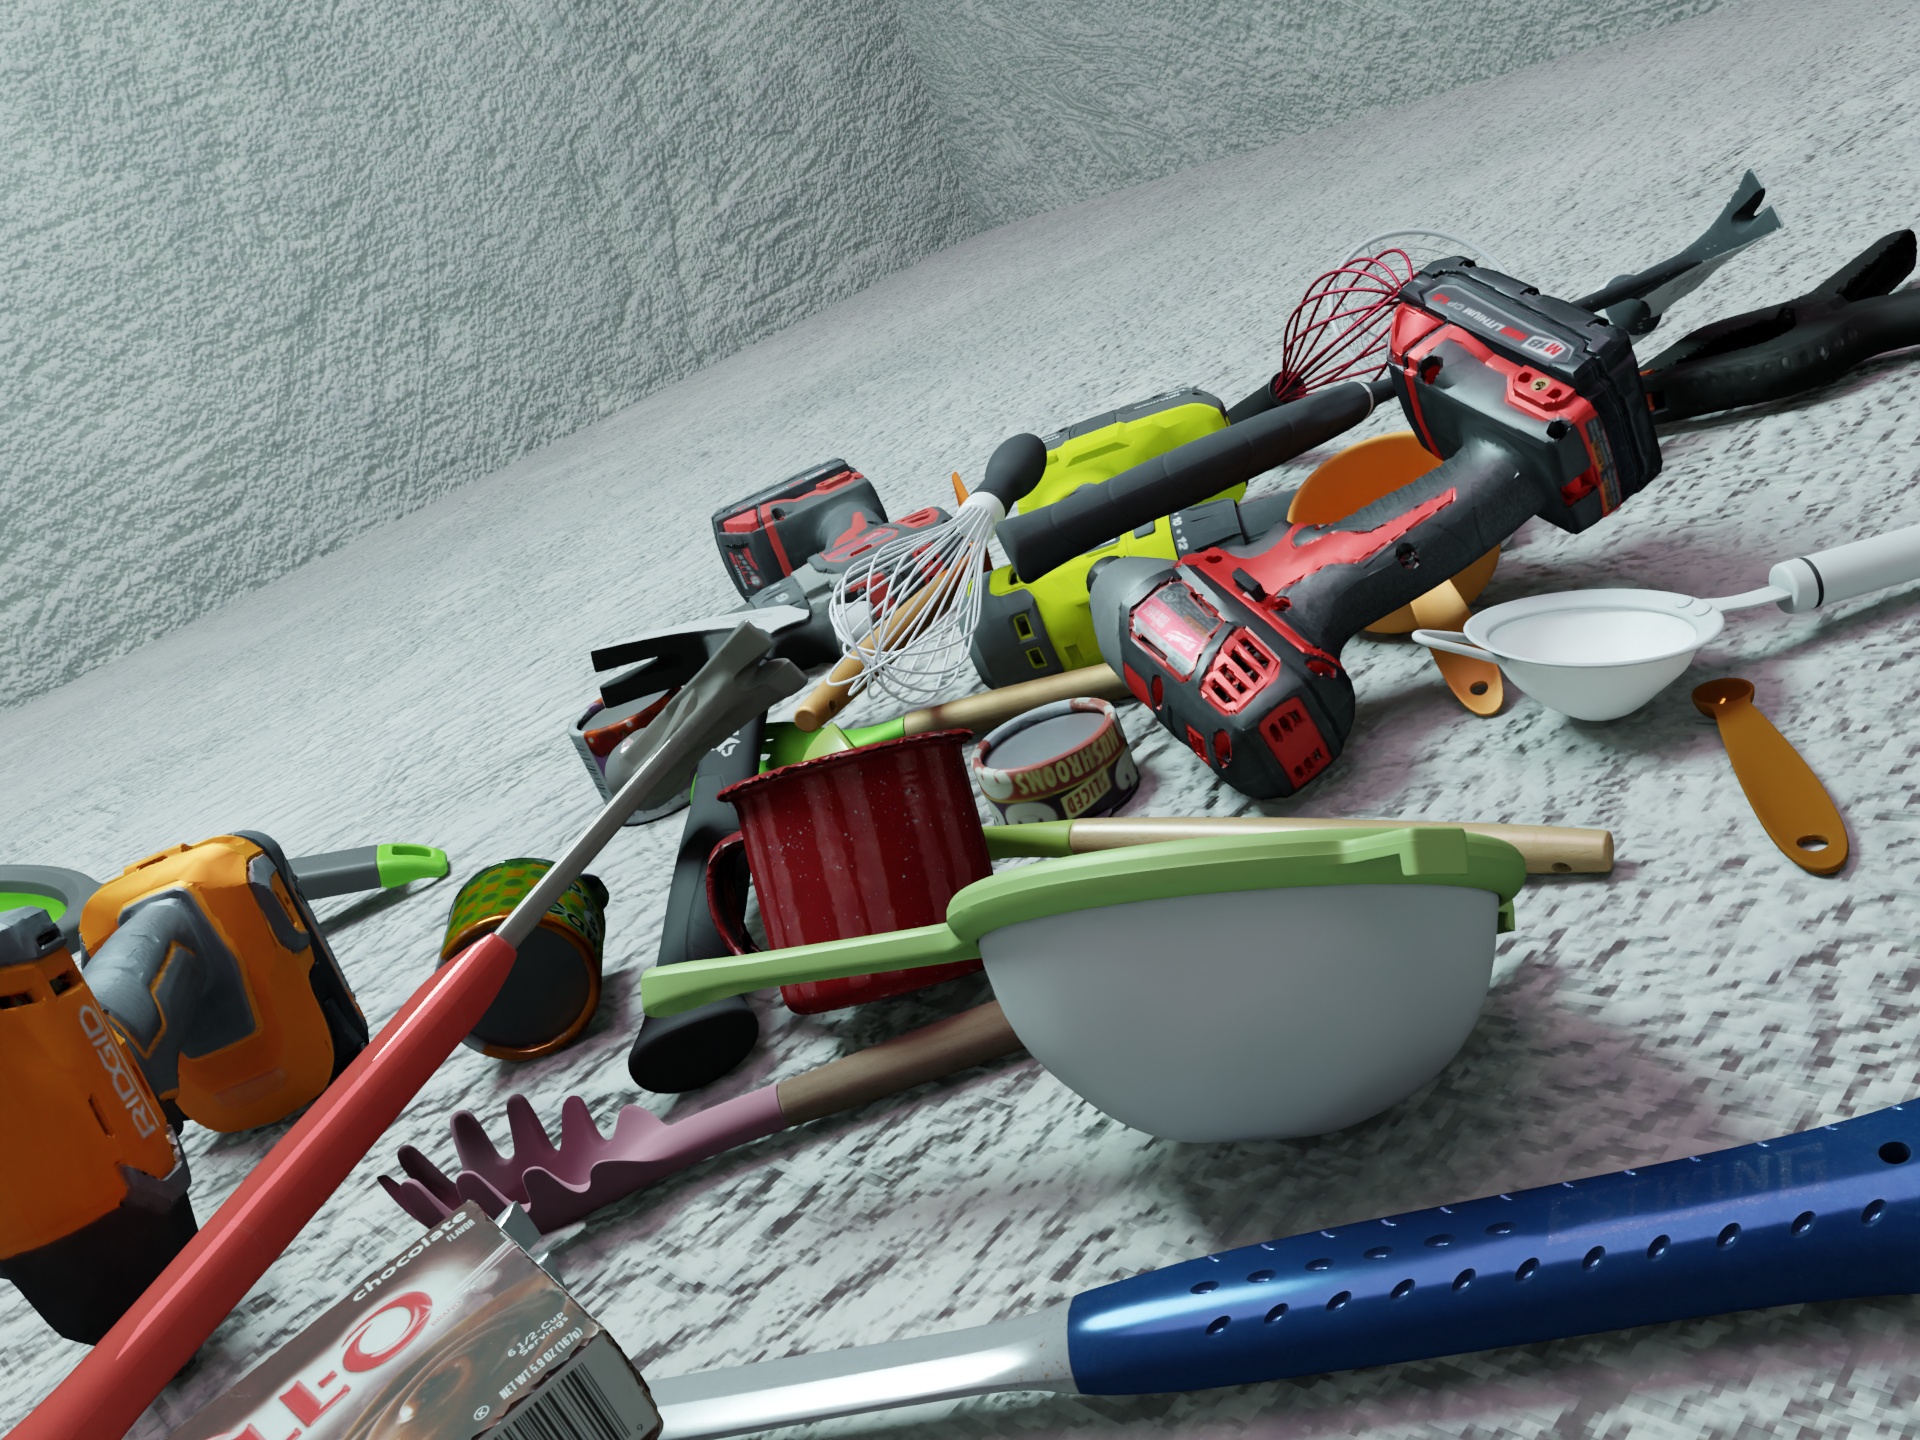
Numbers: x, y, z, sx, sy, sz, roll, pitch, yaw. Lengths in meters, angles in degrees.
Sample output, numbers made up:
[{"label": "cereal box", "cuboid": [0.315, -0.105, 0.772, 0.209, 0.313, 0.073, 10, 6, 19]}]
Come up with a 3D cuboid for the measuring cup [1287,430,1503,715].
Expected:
[{"label": "measuring cup", "cuboid": [0.201, -0.051, 0.680, 0.095, 0.052, 0.174, -23, 44, 13]}]

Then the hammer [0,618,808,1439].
[{"label": "hammer", "cuboid": [-0.182, 0.111, 0.520, 0.359, 0.036, 0.149, -53, 11, -32]}]

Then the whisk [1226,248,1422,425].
[{"label": "whisk", "cuboid": [0.196, -0.196, 0.919, 0.073, 0.073, 0.296, -26, -1, -10]}]

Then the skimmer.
[{"label": "skimmer", "cuboid": [0.276, -0.196, 0.889, 0.127, 0.090, 0.363, 12, 28, 2]}]

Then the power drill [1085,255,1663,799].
[{"label": "power drill", "cuboid": [0.155, -0.079, 0.641, 0.219, 0.078, 0.143, -41, 43, -1]}]

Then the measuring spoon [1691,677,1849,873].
[{"label": "measuring spoon", "cuboid": [0.253, 0.017, 0.498, 0.021, 0.011, 0.117, -14, 25, 16]}]

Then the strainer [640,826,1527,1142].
[{"label": "strainer", "cuboid": [0.025, 0.083, 0.433, 0.256, 0.069, 0.151, -11, -16, 20]}]

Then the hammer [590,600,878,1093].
[{"label": "hammer", "cuboid": [-0.111, 0.039, 0.705, 0.146, 0.035, 0.335, -7, 31, 2]}]

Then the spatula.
[{"label": "spatula", "cuboid": [-0.025, -0.059, 0.832, 0.041, 0.081, 0.323, -9, 19, 22]}]

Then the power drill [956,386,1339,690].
[{"label": "power drill", "cuboid": [0.104, -0.105, 0.863, 0.190, 0.080, 0.229, -18, 24, 15]}]

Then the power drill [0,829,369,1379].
[{"label": "power drill", "cuboid": [-0.301, 0.134, 0.600, 0.084, 0.164, 0.226, -23, 8, -2]}]

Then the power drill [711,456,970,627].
[{"label": "power drill", "cuboid": [-0.106, -0.096, 1.060, 0.188, 0.080, 0.227, -26, 24, -9]}]

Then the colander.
[{"label": "colander", "cuboid": [-0.476, 0.141, 0.854, 0.397, 0.094, 0.205, -9, 16, -16]}]

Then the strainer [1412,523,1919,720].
[{"label": "strainer", "cuboid": [0.290, -0.043, 0.566, 0.258, 0.050, 0.087, -16, 20, 1]}]

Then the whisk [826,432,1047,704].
[{"label": "whisk", "cuboid": [0.002, -0.088, 0.780, 0.070, 0.070, 0.285, -13, 24, 25]}]

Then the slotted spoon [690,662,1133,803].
[{"label": "slotted spoon", "cuboid": [-0.001, -0.003, 0.783, 0.314, 0.031, 0.070, -13, 29, 20]}]

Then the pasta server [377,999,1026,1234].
[{"label": "pasta server", "cuboid": [-0.035, 0.110, 0.520, 0.316, 0.040, 0.060, -20, 9, 3]}]

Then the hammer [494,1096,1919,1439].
[{"label": "hammer", "cuboid": [0.018, 0.145, 0.379, 0.405, 0.035, 0.144, -16, 21, 16]}]

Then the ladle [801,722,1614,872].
[{"label": "ladle", "cuboid": [0.070, 0.033, 0.581, 0.320, 0.078, 0.062, -1, 52, 34]}]

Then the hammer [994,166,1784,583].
[{"label": "hammer", "cuboid": [0.199, -0.153, 0.742, 0.409, 0.036, 0.149, -24, -5, -14]}]
